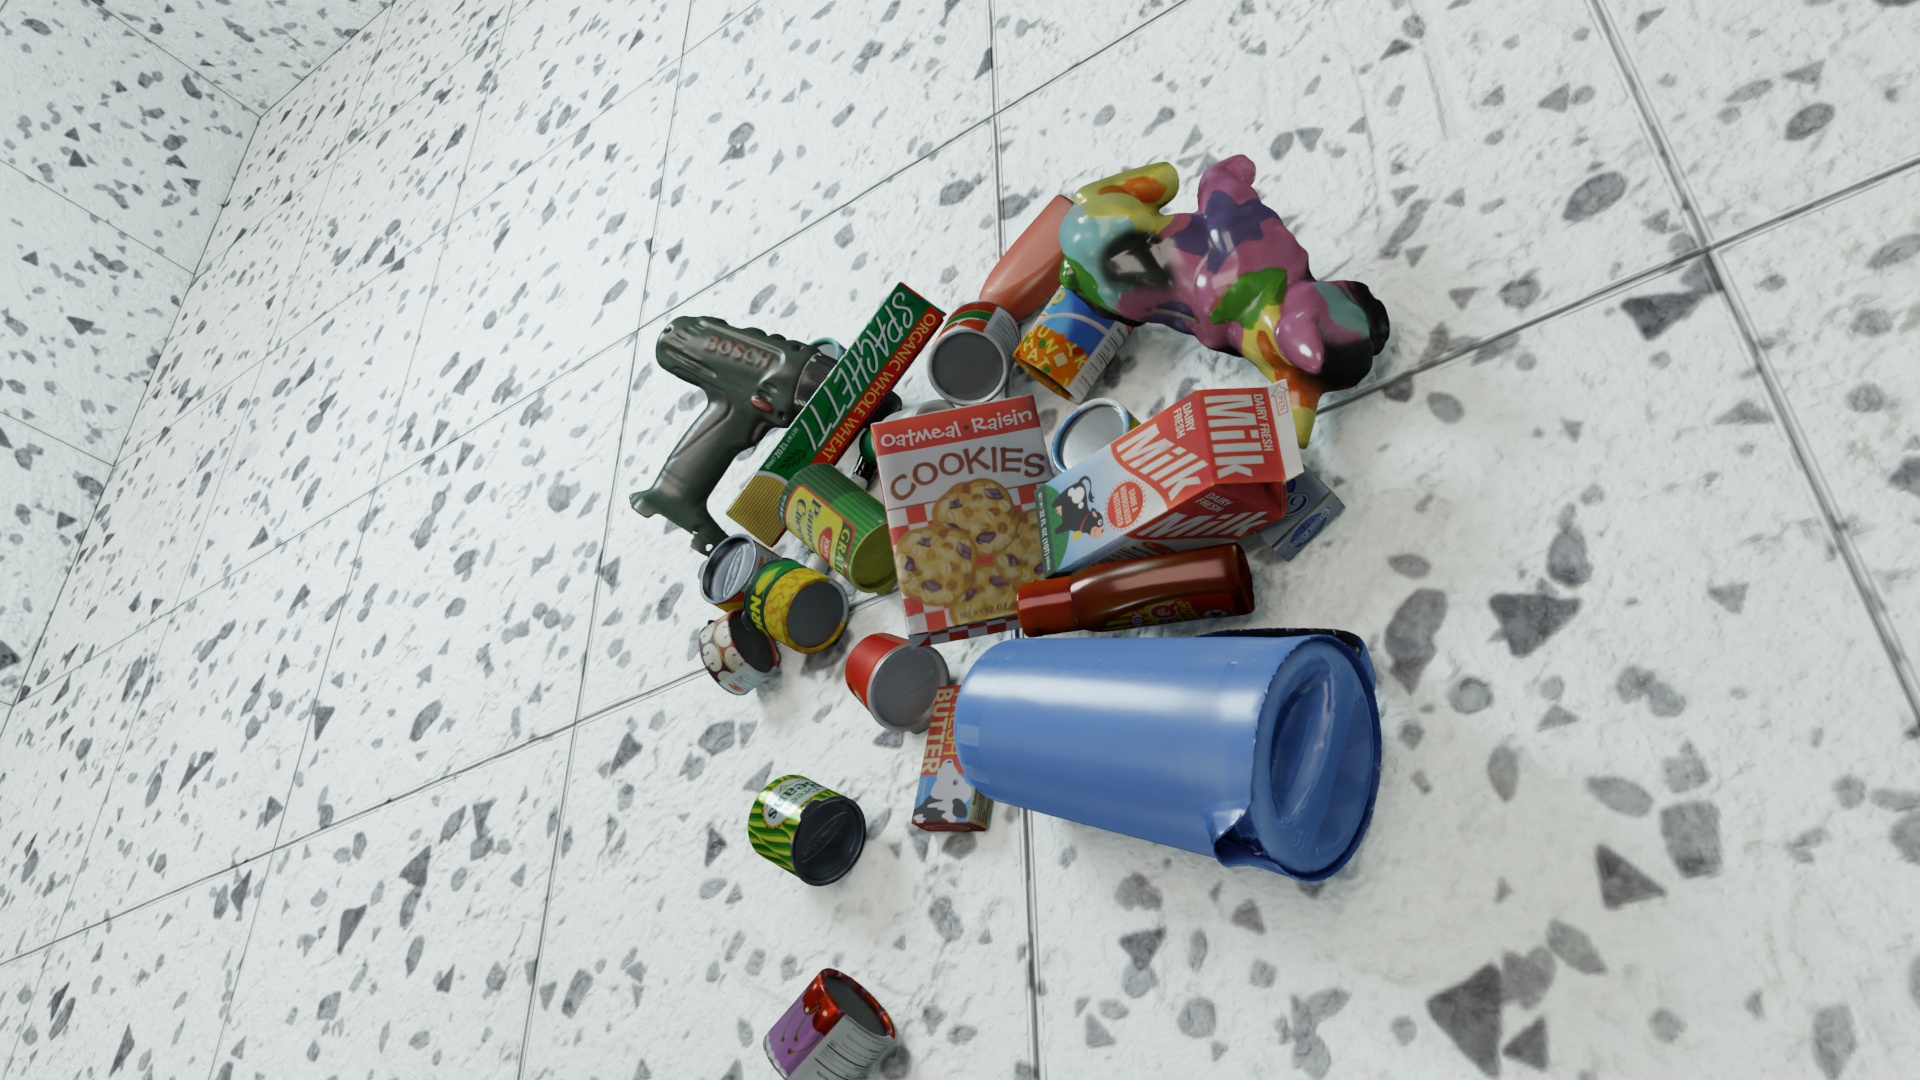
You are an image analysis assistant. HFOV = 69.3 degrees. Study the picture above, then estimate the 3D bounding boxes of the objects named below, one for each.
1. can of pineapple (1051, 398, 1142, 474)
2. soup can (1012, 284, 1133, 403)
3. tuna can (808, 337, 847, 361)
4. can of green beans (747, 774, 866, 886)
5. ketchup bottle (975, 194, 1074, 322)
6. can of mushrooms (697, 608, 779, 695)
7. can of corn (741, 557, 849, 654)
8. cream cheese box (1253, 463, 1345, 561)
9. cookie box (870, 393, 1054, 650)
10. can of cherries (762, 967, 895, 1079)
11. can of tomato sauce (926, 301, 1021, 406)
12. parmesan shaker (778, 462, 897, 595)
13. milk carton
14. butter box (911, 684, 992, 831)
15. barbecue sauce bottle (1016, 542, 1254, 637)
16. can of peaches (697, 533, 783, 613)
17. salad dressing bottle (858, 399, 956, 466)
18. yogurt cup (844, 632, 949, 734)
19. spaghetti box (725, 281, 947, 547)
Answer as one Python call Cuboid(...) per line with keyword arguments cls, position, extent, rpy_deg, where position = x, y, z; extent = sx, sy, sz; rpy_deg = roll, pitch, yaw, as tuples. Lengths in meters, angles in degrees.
Cuboid(cls="can of pineapple", position=(0.107, -0.059, 0.999), extent=(0.071, 0.057, 0.071), rpy_deg=(-22, 51, 30))
Cuboid(cls="soup can", position=(0.087, -0.160, 1.076), extent=(0.084, 0.071, 0.071), rpy_deg=(-54, 42, -1))
Cuboid(cls="tuna can", position=(-0.127, -0.156, 1.290), extent=(0.071, 0.033, 0.071), rpy_deg=(-22, 51, 30))
Cuboid(cls="can of green beans", position=(-0.112, 0.209, 1.006), extent=(0.058, 0.071, 0.071), rpy_deg=(14, 73, 46))
Cuboid(cls="ketchup bottle", position=(0.053, -0.219, 1.166), extent=(0.148, 0.043, 0.065), rpy_deg=(-47, 41, 6))
Cuboid(cls="can of mushrooms", position=(-0.183, 0.090, 1.148), extent=(0.033, 0.071, 0.071), rpy_deg=(-32, 46, 21))
Cuboid(cls="can of corn", position=(-0.135, 0.055, 1.129), extent=(0.058, 0.071, 0.071), rpy_deg=(21, 78, 47))
Cuboid(cls="cream cheese box", position=(0.204, -0.037, 0.923), extent=(0.053, 0.024, 0.104), rpy_deg=(-45, 42, 11))
Cuboid(cls="cookie box", position=(0.010, -0.015, 0.998), extent=(0.123, 0.040, 0.168), rpy_deg=(-10, 67, -2))
Cuboid(cls="can of cherries", position=(-0.086, 0.322, 0.906), extent=(0.058, 0.071, 0.072), rpy_deg=(-51, 42, 3))
Cuboid(cls="can of tomato sauce", position=(0.010, -0.149, 1.115), extent=(0.071, 0.071, 0.083), rpy_deg=(-34, 14, 20))
Cuboid(cls="parmesan shaker", position=(-0.093, -0.009, 1.125), extent=(0.103, 0.071, 0.071), rpy_deg=(36, 89, 37))
Cuboid(cls="milk carton", position=(0.141, -0.033, 0.907), extent=(0.190, 0.073, 0.072), rpy_deg=(-31, 52, 40))
Cuboid(cls="butter box", position=(0.001, 0.152, 0.975), extent=(0.053, 0.024, 0.104), rpy_deg=(-10, 57, 36))
Cuboid(cls="barbecue sauce bottle", position=(0.112, 0.035, 0.900), extent=(0.148, 0.064, 0.044), rpy_deg=(-9, 68, 17))
Cuboid(cls="can of peaches", position=(-0.181, 0.036, 1.191), extent=(0.071, 0.058, 0.071), rpy_deg=(-22, 51, 30))
Cuboid(cls="salad dressing bottle", position=(-0.044, -0.083, 1.123), extent=(0.064, 0.044, 0.147), rpy_deg=(-20, 6, -20))
Cuboid(cls="yogurt cup", position=(-0.050, 0.101, 1.027), extent=(0.054, 0.072, 0.072), rpy_deg=(23, 79, 55))
Cuboid(cls="spaghetti box", position=(-0.105, -0.106, 1.176), extent=(0.250, 0.050, 0.029), rpy_deg=(-53, 1, 4))
